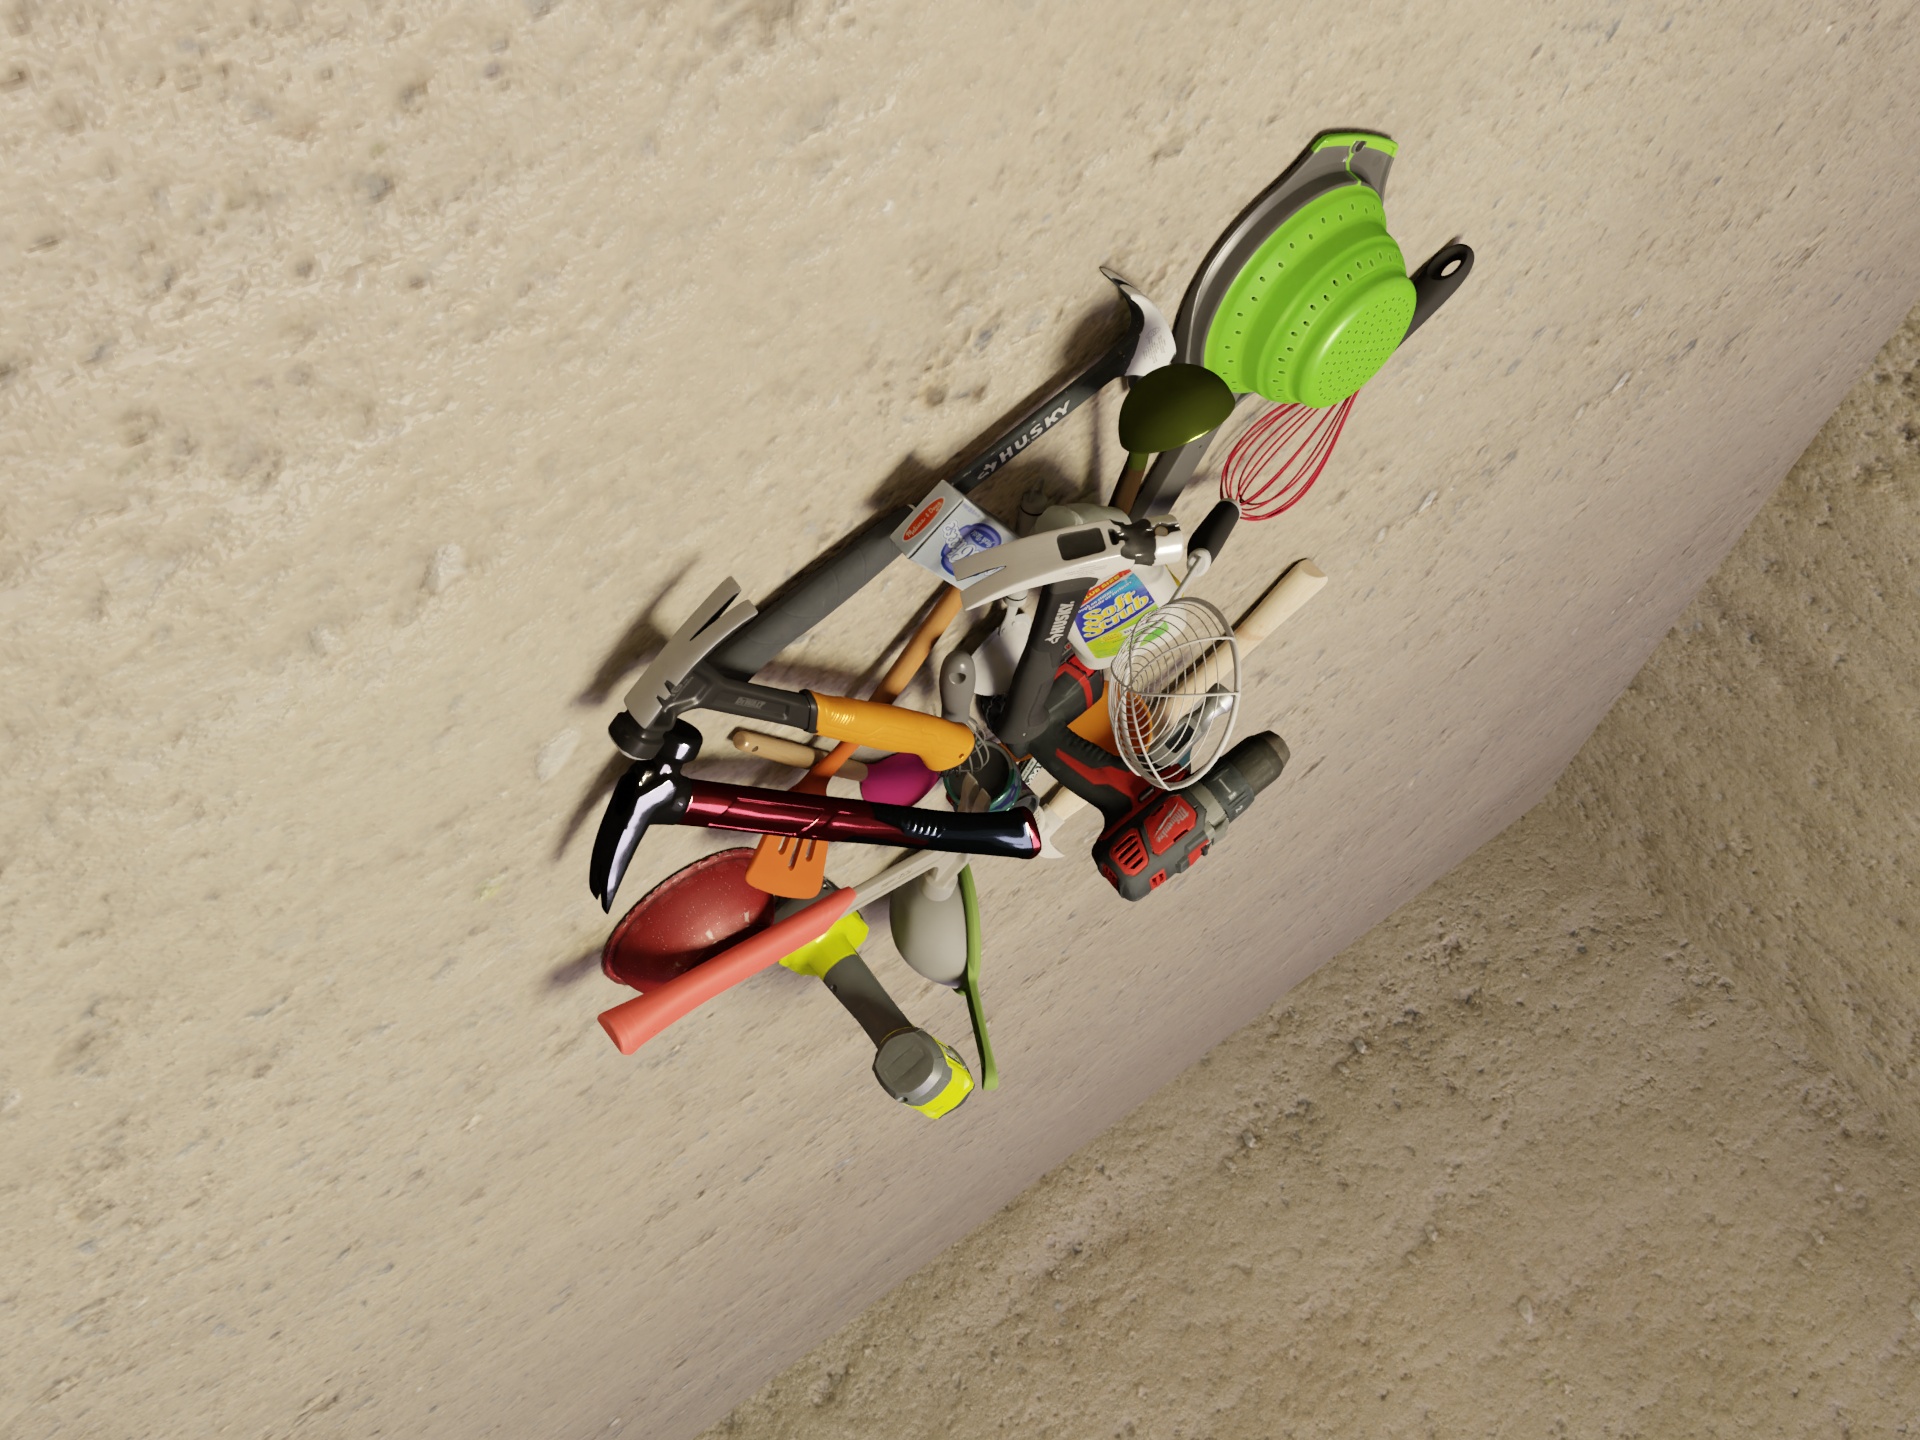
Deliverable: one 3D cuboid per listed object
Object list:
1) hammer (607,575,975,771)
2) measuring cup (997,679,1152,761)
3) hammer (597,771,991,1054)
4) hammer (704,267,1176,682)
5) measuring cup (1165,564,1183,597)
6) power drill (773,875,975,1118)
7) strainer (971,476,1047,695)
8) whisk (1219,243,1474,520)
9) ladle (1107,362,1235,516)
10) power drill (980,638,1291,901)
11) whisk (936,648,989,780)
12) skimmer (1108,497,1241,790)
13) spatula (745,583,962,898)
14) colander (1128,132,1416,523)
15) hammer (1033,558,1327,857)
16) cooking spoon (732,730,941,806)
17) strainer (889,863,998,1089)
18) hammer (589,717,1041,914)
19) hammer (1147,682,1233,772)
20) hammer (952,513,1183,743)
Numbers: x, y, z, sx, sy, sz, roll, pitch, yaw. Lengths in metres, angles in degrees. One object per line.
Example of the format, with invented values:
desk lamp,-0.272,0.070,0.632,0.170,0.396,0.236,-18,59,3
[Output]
hammer,-0.086,-0.009,1.094,0.127,0.034,0.336,-49,150,17
measuring cup,0.089,0.018,1.471,0.173,0.095,0.052,-14,179,-6
hammer,-0.126,0.162,1.278,0.359,0.037,0.149,-26,151,-34
hammer,-0.019,-0.144,1.061,0.409,0.036,0.149,-39,155,-6
measuring cup,0.148,-0.106,1.381,0.062,0.029,0.156,-52,156,22
power drill,-0.076,0.252,1.408,0.080,0.223,0.171,-40,156,-3
strainer,0.042,-0.090,1.240,0.087,0.050,0.258,-37,154,-32
whisk,0.321,-0.282,1.316,0.296,0.073,0.073,-48,156,1
ladle,0.130,-0.166,1.150,0.078,0.062,0.320,-33,169,-11
power drill,0.146,0.020,1.347,0.188,0.227,0.080,-38,156,-8
whisk,-0.001,-0.003,1.274,0.055,0.055,0.238,-36,164,-13
skimmer,0.184,-0.077,1.158,0.127,0.090,0.363,-61,175,34
spatula,-0.058,-0.005,1.196,0.081,0.041,0.322,22,108,-49
colander,0.228,-0.238,1.199,0.204,0.095,0.397,-17,146,-44
hammer,0.220,-0.011,1.646,0.410,0.038,0.146,-43,158,2
cooking spoon,-0.093,0.039,1.278,0.068,0.017,0.318,-47,156,10
strainer,-0.021,0.228,1.474,0.069,0.257,0.151,-3,140,-13
hammer,-0.090,0.088,1.192,0.386,0.038,0.143,11,113,-42
hammer,0.233,0.048,1.699,0.128,0.033,0.331,-44,167,-4
hammer,0.056,-0.052,1.164,0.146,0.035,0.334,-11,161,-10
